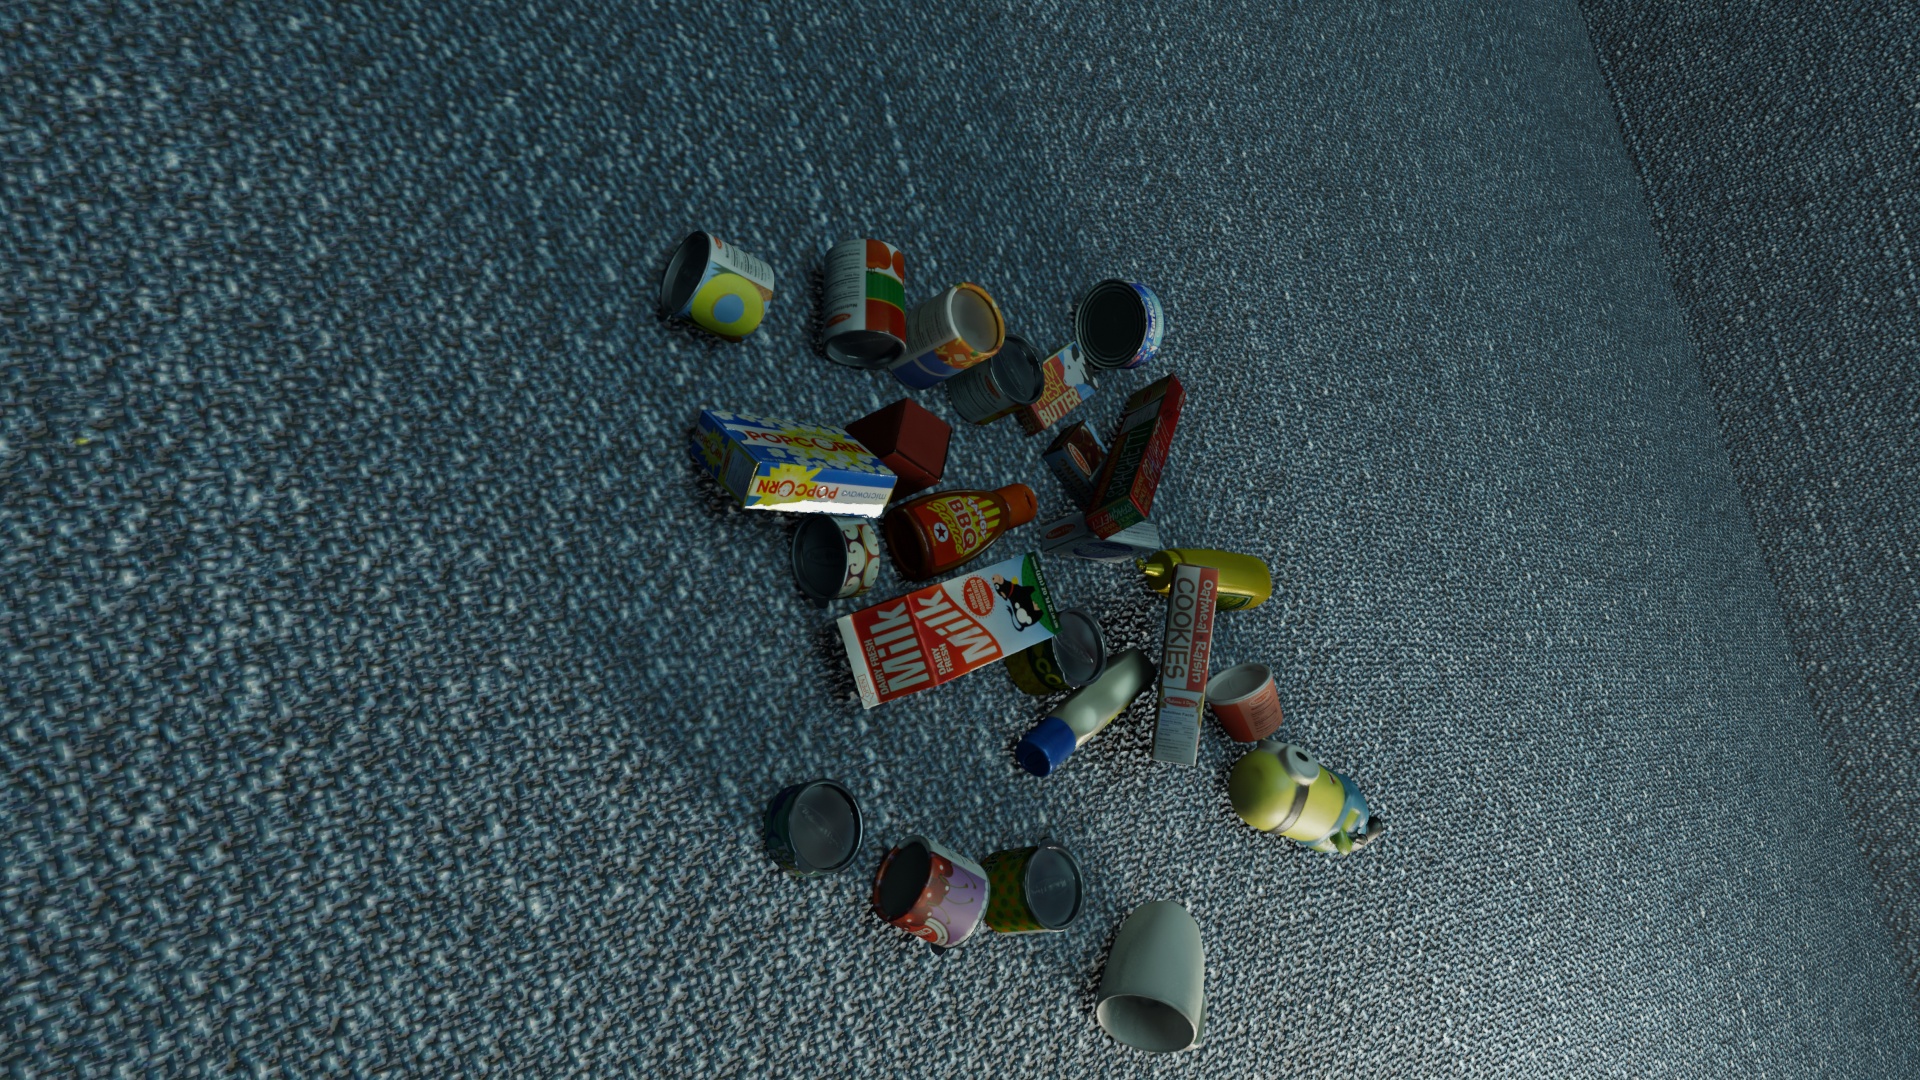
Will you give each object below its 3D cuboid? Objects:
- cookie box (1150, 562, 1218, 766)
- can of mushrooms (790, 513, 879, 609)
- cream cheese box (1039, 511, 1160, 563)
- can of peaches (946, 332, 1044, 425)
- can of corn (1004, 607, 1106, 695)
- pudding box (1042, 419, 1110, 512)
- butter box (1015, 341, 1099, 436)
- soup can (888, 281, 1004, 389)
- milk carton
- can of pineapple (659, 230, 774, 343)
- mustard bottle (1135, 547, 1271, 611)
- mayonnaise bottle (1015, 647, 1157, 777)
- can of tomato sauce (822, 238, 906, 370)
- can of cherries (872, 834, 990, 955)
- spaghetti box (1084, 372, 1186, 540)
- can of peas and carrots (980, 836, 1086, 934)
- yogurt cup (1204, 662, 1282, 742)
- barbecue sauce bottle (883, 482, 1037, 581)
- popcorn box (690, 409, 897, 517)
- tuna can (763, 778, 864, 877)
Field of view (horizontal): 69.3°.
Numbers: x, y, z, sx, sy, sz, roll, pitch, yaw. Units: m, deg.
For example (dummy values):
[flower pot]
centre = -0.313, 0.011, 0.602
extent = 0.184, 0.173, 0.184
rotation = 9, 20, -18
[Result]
[cookie box]
centre = 0.194, 0.110, 1.210
extent = 0.123, 0.040, 0.167
rotation = 50, 48, -78
[can of mushrooms]
centre = -0.093, 0.014, 1.027
extent = 0.033, 0.071, 0.071
rotation = -5, 79, -46
[cream cheese box]
centre = 0.127, -0.002, 1.250
extent = 0.104, 0.053, 0.024
rotation = 9, 68, -42
[can of peaches]
centre = 0.031, -0.140, 1.206
extent = 0.071, 0.058, 0.071
rotation = 18, 63, -39
[can of corn]
centre = 0.079, 0.096, 1.166
extent = 0.071, 0.058, 0.071
rotation = 17, 64, -39
[pudding box]
centre = 0.118, -0.064, 1.281
extent = 0.083, 0.030, 0.050
rotation = 53, 48, -16
[butter box]
centre = 0.084, -0.140, 1.280
extent = 0.104, 0.024, 0.053
rotation = -39, 103, -44
[soup can]
centre = -0.012, -0.169, 1.156
extent = 0.071, 0.083, 0.071
rotation = 17, 64, -40
[milk carton]
centre = -0.015, 0.070, 1.075
extent = 0.191, 0.073, 0.072
rotation = -17, 87, -45
[can of pineapple]
centre = -0.179, -0.183, 1.017
extent = 0.058, 0.071, 0.071
rotation = 22, 61, -37
[mustard bottle]
centre = 0.225, 0.035, 1.328
extent = 0.160, 0.065, 0.049
rotation = 9, 64, -34
[mayonnaise bottle]
centre = 0.104, 0.146, 1.172
extent = 0.041, 0.064, 0.149
rotation = 50, 49, 6
[can of tomato sauce]
centre = -0.076, -0.189, 1.116
extent = 0.071, 0.071, 0.083
rotation = 15, 65, -40
[can of cherries]
centre = -0.023, 0.257, 1.006
extent = 0.058, 0.071, 0.072
rotation = 35, 54, -30
[spaghetti box]
centre = 0.163, -0.081, 1.273
extent = 0.028, 0.050, 0.251
rotation = 52, 32, -17
[can of peas and carrots]
centre = 0.053, 0.269, 1.079
extent = 0.071, 0.058, 0.071
rotation = 18, 63, -39
[yogurt cup]
centre = 0.273, 0.156, 1.328
extent = 0.073, 0.072, 0.053
rotation = -42, 113, -44
[barbecue sauce bottle]
centre = 0.004, -0.014, 1.145
extent = 0.149, 0.043, 0.065
rotation = -20, 89, -46
[popcorn box]
centre = -0.120, -0.055, 1.011
extent = 0.127, 0.085, 0.038
rotation = 4, 117, -43
[tuna can]
centre = -0.104, 0.203, 0.971
extent = 0.071, 0.032, 0.071
rotation = 17, 64, -39
